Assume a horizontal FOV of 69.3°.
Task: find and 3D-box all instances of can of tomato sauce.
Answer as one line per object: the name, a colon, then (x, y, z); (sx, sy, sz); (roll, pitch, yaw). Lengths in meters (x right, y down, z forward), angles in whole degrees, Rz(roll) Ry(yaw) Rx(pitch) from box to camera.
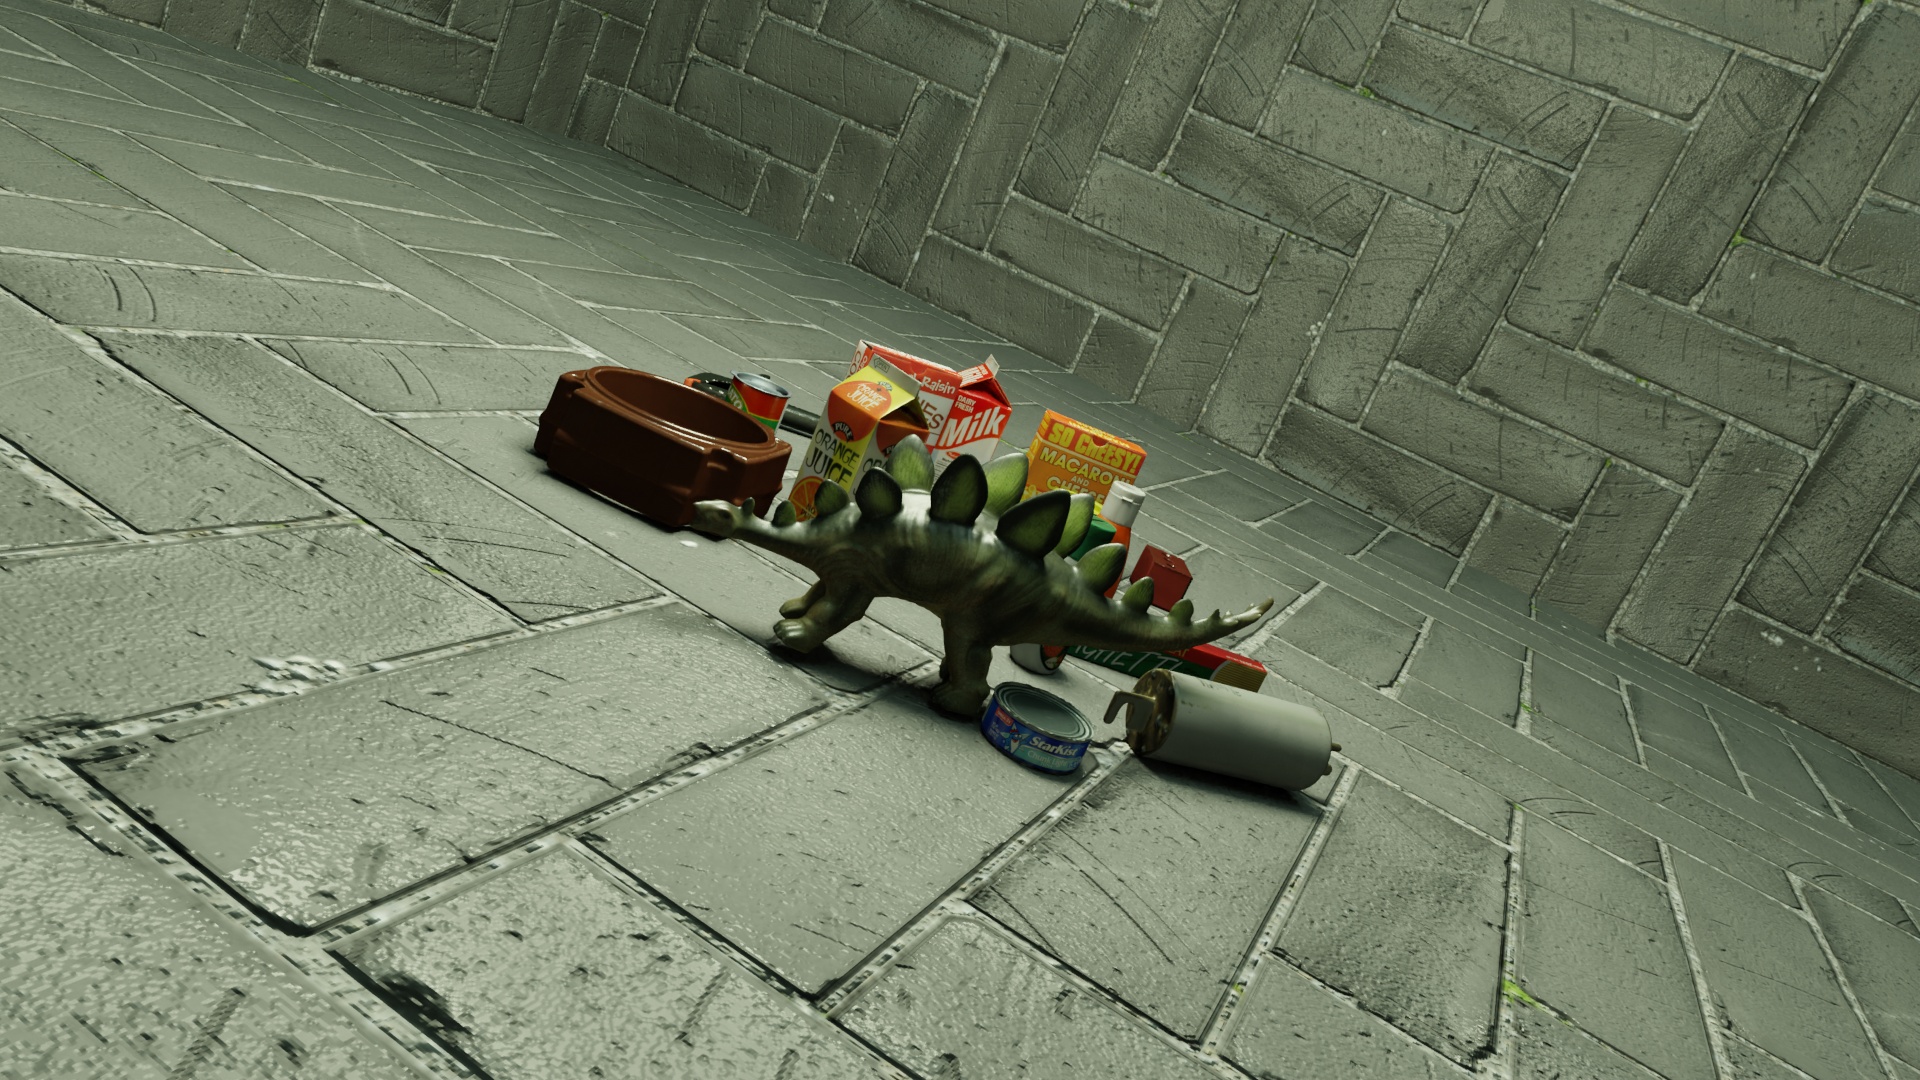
can of tomato sauce: (-0.232, -0.134, 1.517); (0.071, 0.083, 0.071); (22, 15, -6)

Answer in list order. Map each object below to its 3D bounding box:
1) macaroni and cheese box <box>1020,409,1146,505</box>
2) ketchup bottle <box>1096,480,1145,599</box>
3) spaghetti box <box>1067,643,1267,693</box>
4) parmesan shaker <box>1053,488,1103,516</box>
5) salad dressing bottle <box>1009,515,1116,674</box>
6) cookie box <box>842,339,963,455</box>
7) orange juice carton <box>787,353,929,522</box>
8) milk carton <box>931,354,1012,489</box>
macaroni and cheese box: (0.124, -0.050, 1.600); (0.124, 0.166, 0.040); (20, 15, -14)
ketchup bottle: (0.148, 0.011, 1.458); (0.065, 0.148, 0.044); (23, 14, -3)
spaghetti box: (0.182, 0.109, 1.365); (0.250, 0.050, 0.029); (19, 15, -15)
parmesan shaker: (0.114, 0.003, 1.523); (0.071, 0.102, 0.071); (22, 15, -6)
salad dressing bottle: (0.094, 0.048, 1.254); (0.044, 0.147, 0.064); (34, 18, 36)
cookie box: (-0.084, -0.128, 1.555); (0.123, 0.167, 0.040); (14, 17, -34)
orange juice carton: (-0.095, -0.074, 1.304); (0.072, 0.192, 0.073); (35, 18, 37)
milk carton: (0.003, -0.125, 1.629); (0.073, 0.190, 0.072); (20, 15, -14)
